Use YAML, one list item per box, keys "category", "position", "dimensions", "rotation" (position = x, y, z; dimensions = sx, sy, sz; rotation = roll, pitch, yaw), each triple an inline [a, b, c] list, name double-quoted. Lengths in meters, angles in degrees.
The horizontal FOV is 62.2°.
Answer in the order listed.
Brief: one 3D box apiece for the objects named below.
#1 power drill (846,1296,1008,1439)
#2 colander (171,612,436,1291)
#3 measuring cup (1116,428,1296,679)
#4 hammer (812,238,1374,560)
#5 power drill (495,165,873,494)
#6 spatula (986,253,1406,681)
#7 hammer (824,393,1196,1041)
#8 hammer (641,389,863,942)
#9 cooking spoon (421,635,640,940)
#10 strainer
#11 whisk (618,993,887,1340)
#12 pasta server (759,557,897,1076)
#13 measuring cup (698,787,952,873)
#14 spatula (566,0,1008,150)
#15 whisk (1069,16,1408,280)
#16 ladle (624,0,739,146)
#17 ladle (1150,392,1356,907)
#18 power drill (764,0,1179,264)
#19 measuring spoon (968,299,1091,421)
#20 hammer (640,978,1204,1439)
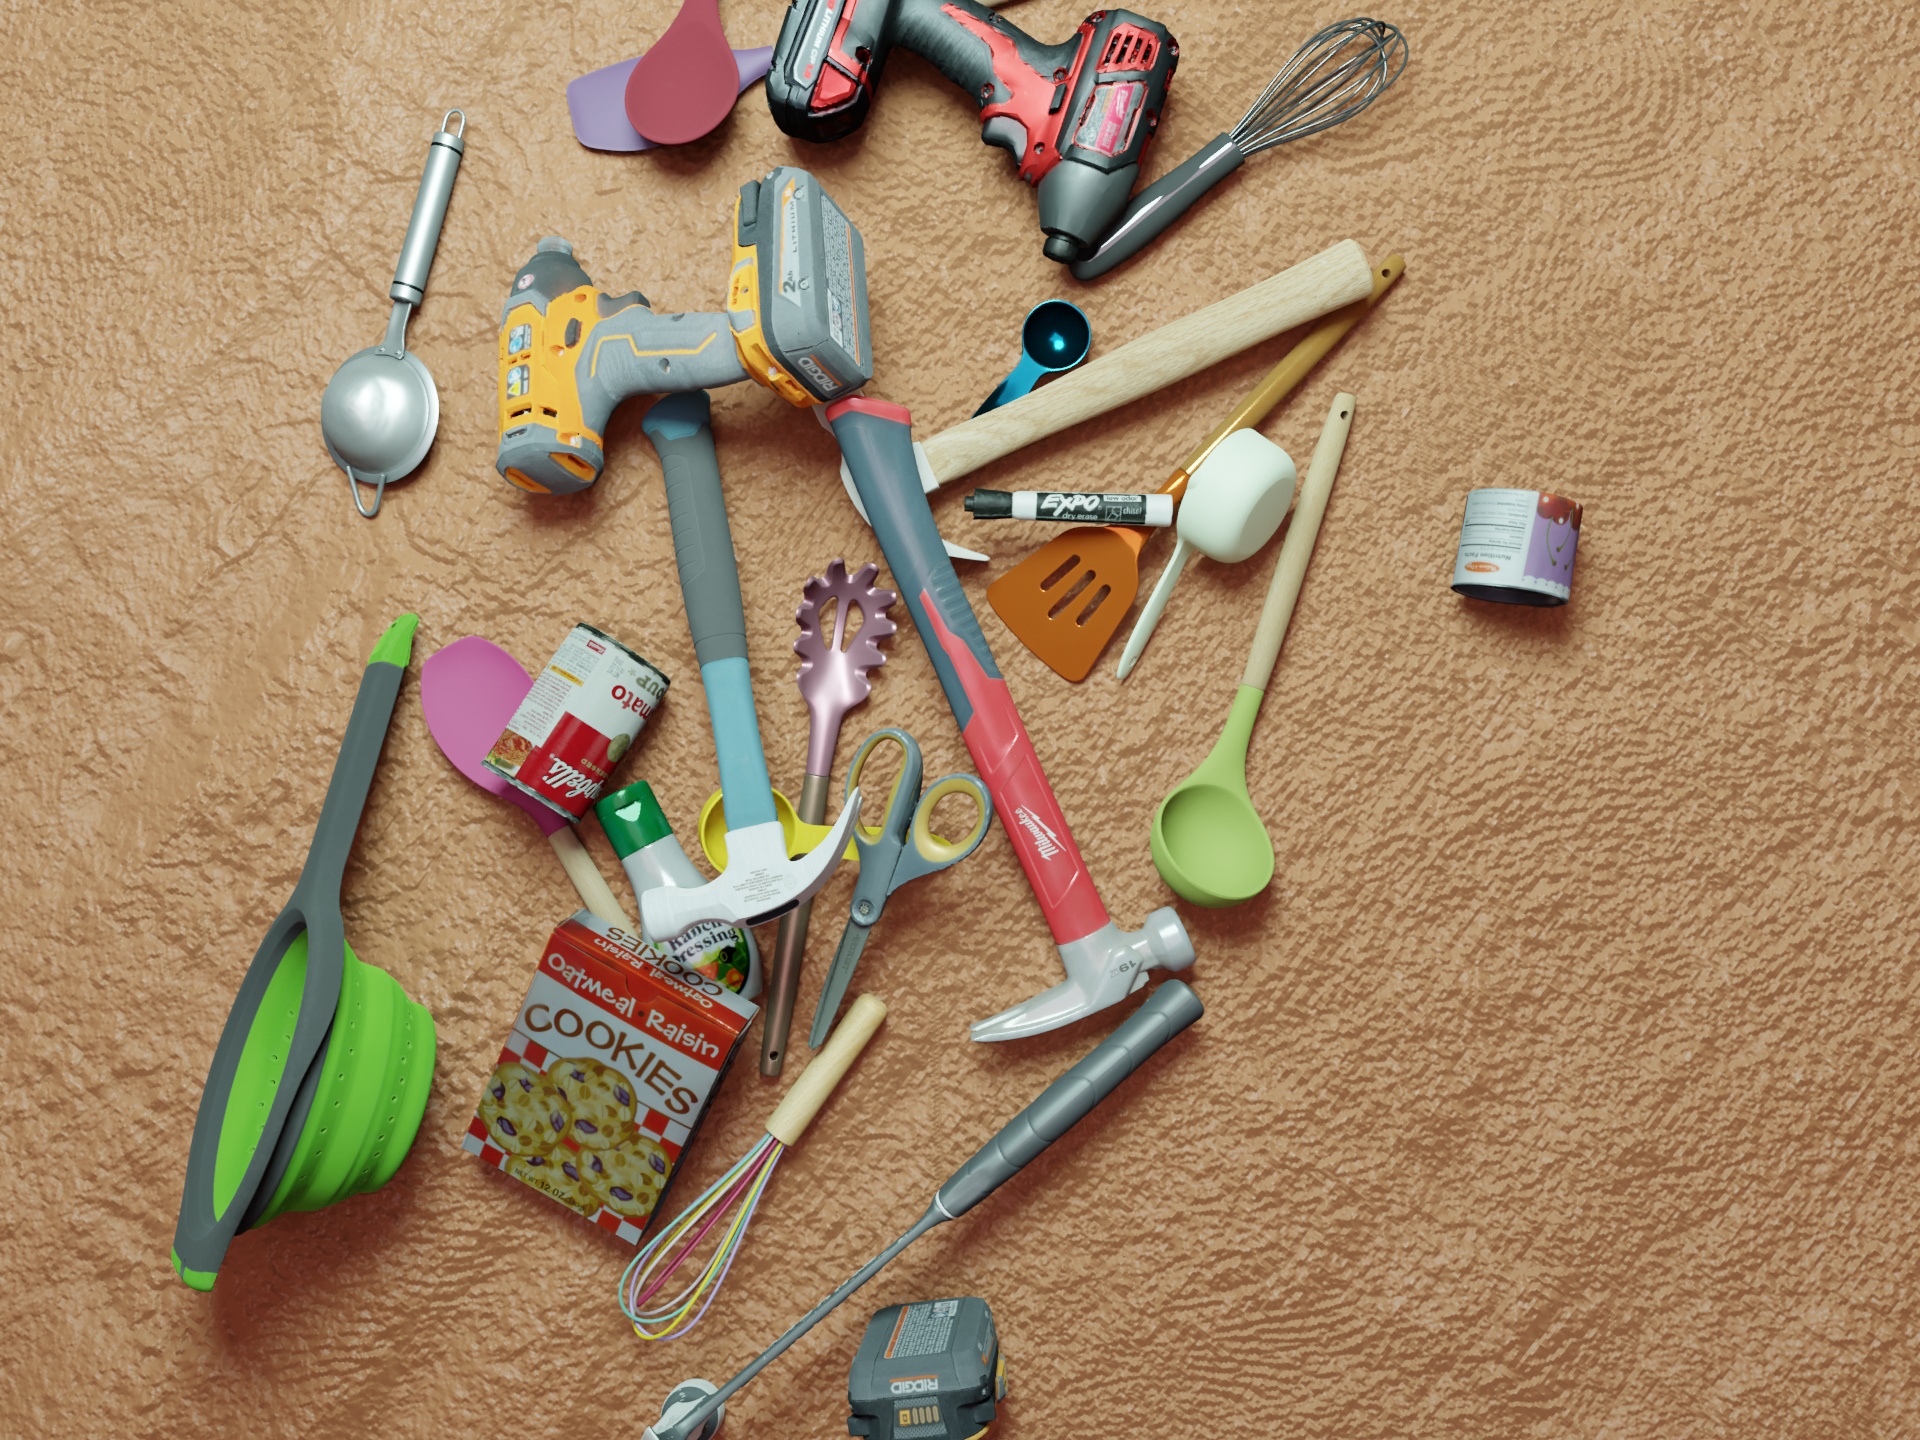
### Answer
- category: "power drill"
  position: [-0.009, 0.459, 0.882]
  dimensions: [0.084, 0.185, 0.226]
  rotation: [-8, 86, 4]
- category: "colander"
  position: [-0.352, 0.134, 0.944]
  dimensions: [0.094, 0.204, 0.397]
  rotation: [21, 72, -31]
- category: "measuring cup"
  position: [0.144, -0.089, 0.938]
  dimensions: [0.038, 0.083, 0.167]
  rotation: [35, 107, 26]
- category: "hammer"
  position: [0.087, -0.197, 0.943]
  dimensions: [0.331, 0.031, 0.130]
  rotation: [-24, 98, 5]
- category: "power drill"
  position: [-0.170, -0.236, 0.922]
  dimensions: [0.226, 0.084, 0.164]
  rotation: [-13, 68, 21]
- category: "spatula"
  position: [0.152, -0.163, 0.962]
  dimensions: [0.081, 0.041, 0.322]
  rotation: [44, 87, 3]
- category: "hammer"
  position: [-0.001, -0.003, 0.932]
  dimensions: [0.143, 0.038, 0.386]
  rotation: [-24, 96, 0]
- category: "hammer"
  position: [-0.140, -0.044, 0.918]
  dimensions: [0.128, 0.033, 0.331]
  rotation: [-12, 71, -4]
- category: "cooking spoon"
  position: [-0.234, 0.090, 0.977]
  dimensions: [0.069, 0.017, 0.319]
  rotation: [-31, 88, -9]
- category: "strainer"
  position: [-0.345, -0.255, 0.978]
  dimensions: [0.087, 0.050, 0.258]
  rotation: [13, 86, 17]
- category: "whisk"
  position: [-0.125, 0.266, 0.961]
  dimensions: [0.051, 0.047, 0.245]
  rotation: [37, 87, -9]
- category: "pasta server"
  position: [-0.090, 0.060, 0.962]
  dimensions: [0.060, 0.040, 0.316]
  rotation: [9, 91, -11]
- category: "measuring cup"
  position: [-0.080, 0.069, 0.945]
  dimensions: [0.156, 0.029, 0.062]
  rotation: [8, 94, -22]
- category: "spatula"
  position: [-0.088, -0.412, 0.977]
  dimensions: [0.316, 0.018, 0.060]
  rotation: [-16, 84, 3]
- category: "whisk"
  position: [0.164, -0.339, 0.953]
  dimensions: [0.239, 0.055, 0.055]
  rotation: [-36, 88, 6]
- category: "ladle"
  position: [-0.150, -0.493, 0.968]
  dimensions: [0.069, 0.031, 0.315]
  rotation: [7, 84, 6]
- category: "ladle"
  position: [0.186, -0.044, 0.942]
  dimensions: [0.078, 0.062, 0.320]
  rotation: [19, 87, -13]
- category: "power drill"
  position: [0.005, -0.364, 0.931]
  dimensions: [0.219, 0.078, 0.143]
  rotation: [19, 96, -1]
- category: "measuring spoon"
  position: [0.031, -0.200, 0.973]
  dimensions: [0.042, 0.021, 0.128]
  rotation: [38, 100, -5]
- category: "hammer"
  position: [-0.021, 0.290, 0.921]
  dimensions: [0.409, 0.149, 0.036]
  rotation: [-39, 80, -5]
